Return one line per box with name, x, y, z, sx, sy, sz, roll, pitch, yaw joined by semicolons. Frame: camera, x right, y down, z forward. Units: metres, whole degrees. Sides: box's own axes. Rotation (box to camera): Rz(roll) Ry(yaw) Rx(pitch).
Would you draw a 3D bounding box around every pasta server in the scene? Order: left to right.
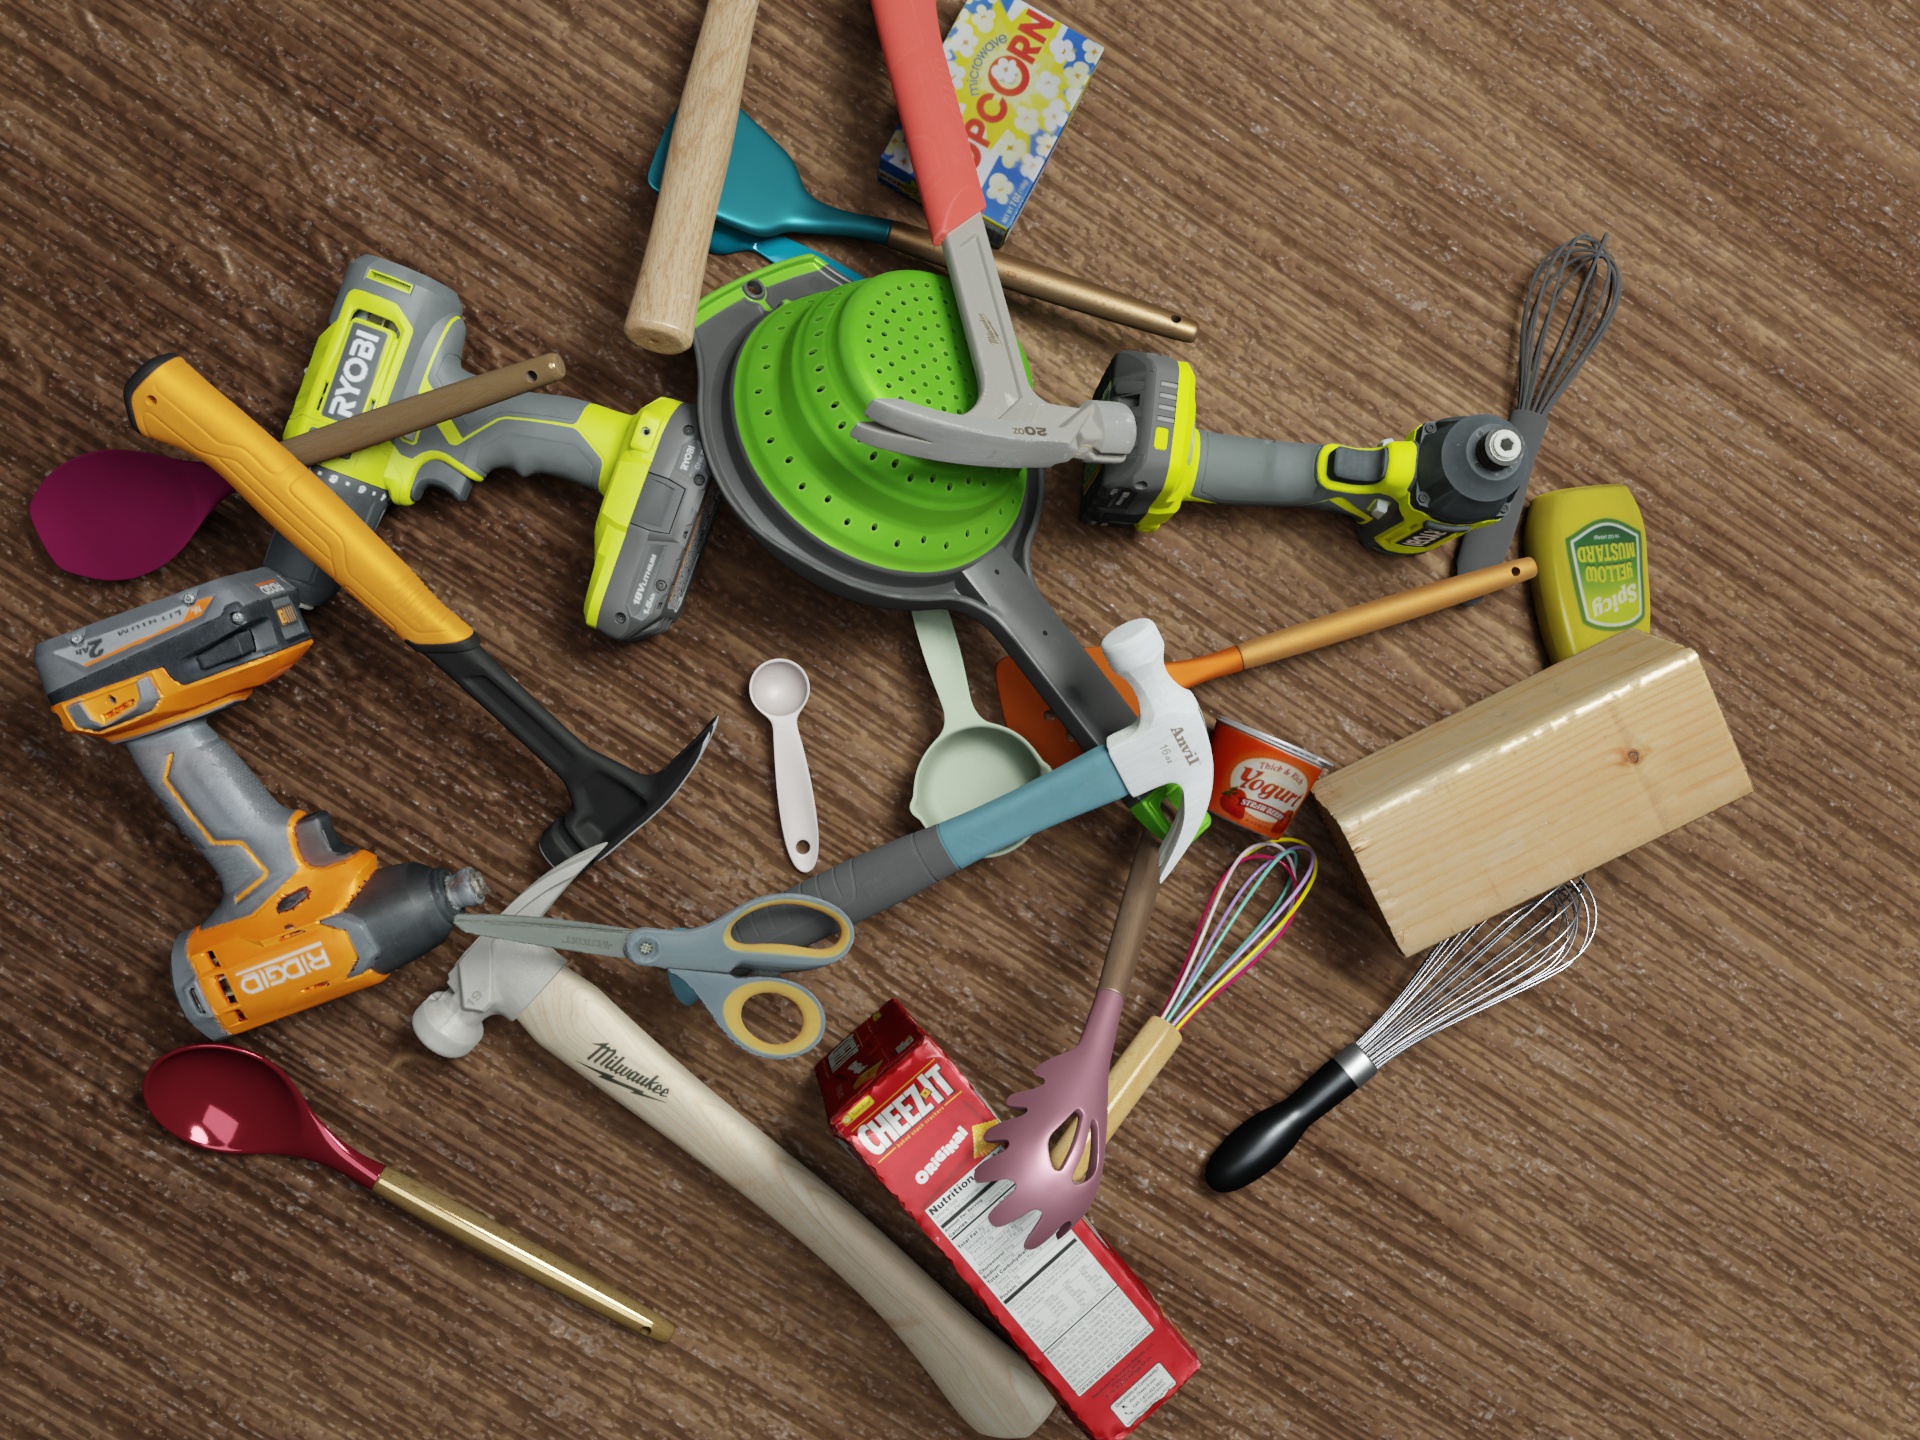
pasta server;0.079;0.127;0.830;0.060;0.040;0.316;39;43;-14

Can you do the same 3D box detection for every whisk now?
whisk;0.124;0.155;0.886;0.047;0.051;0.245;33;64;19
whisk;0.255;0.180;0.926;0.284;0.070;0.070;-39;92;-1
whisk;0.343;-0.181;0.954;0.055;0.055;0.239;20;89;-5

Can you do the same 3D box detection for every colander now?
colander;0.021;-0.104;0.843;0.204;0.094;0.397;-38;89;-36

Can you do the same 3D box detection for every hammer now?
hammer;-0.283;-0.063;0.825;0.127;0.034;0.336;-39;106;23
hammer;-0.138;-0.350;0.875;0.130;0.031;0.331;10;70;-4
hammer;-0.100;0.245;0.874;0.410;0.038;0.146;42;103;-5
hammer;-0.018;0.072;0.850;0.331;0.033;0.128;-26;107;14
hammer;-0.016;-0.290;0.834;0.149;0.036;0.359;0;64;-29

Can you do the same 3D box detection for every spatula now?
spatula;-0.015;-0.273;0.900;0.317;0.044;0.082;18;68;1
spatula;0.182;-0.043;0.927;0.322;0.041;0.081;-17;88;-6

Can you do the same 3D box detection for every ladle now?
ladle;-0.295;0.263;0.871;0.315;0.031;0.069;31;107;-6

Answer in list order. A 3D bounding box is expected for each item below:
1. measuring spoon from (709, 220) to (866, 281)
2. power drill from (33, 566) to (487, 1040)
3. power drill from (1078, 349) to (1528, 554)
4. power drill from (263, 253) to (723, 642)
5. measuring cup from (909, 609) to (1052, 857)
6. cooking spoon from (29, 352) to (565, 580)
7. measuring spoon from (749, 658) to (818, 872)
measuring spoon;-0.100;-0.272;0.920;0.128;0.021;0.042;27;85;-5
power drill;-0.358;0.039;0.831;0.164;0.084;0.226;-20;101;1
power drill;0.185;-0.142;0.874;0.223;0.171;0.080;6;86;-3
power drill;-0.256;-0.126;0.870;0.228;0.080;0.190;20;91;-3
measuring cup;-0.001;-0.003;0.912;0.083;0.038;0.167;-16;85;-3
cooking spoon;-0.348;-0.137;0.826;0.319;0.017;0.068;-14;108;14
measuring spoon;-0.098;0.026;0.914;0.034;0.018;0.124;-8;95;-7
